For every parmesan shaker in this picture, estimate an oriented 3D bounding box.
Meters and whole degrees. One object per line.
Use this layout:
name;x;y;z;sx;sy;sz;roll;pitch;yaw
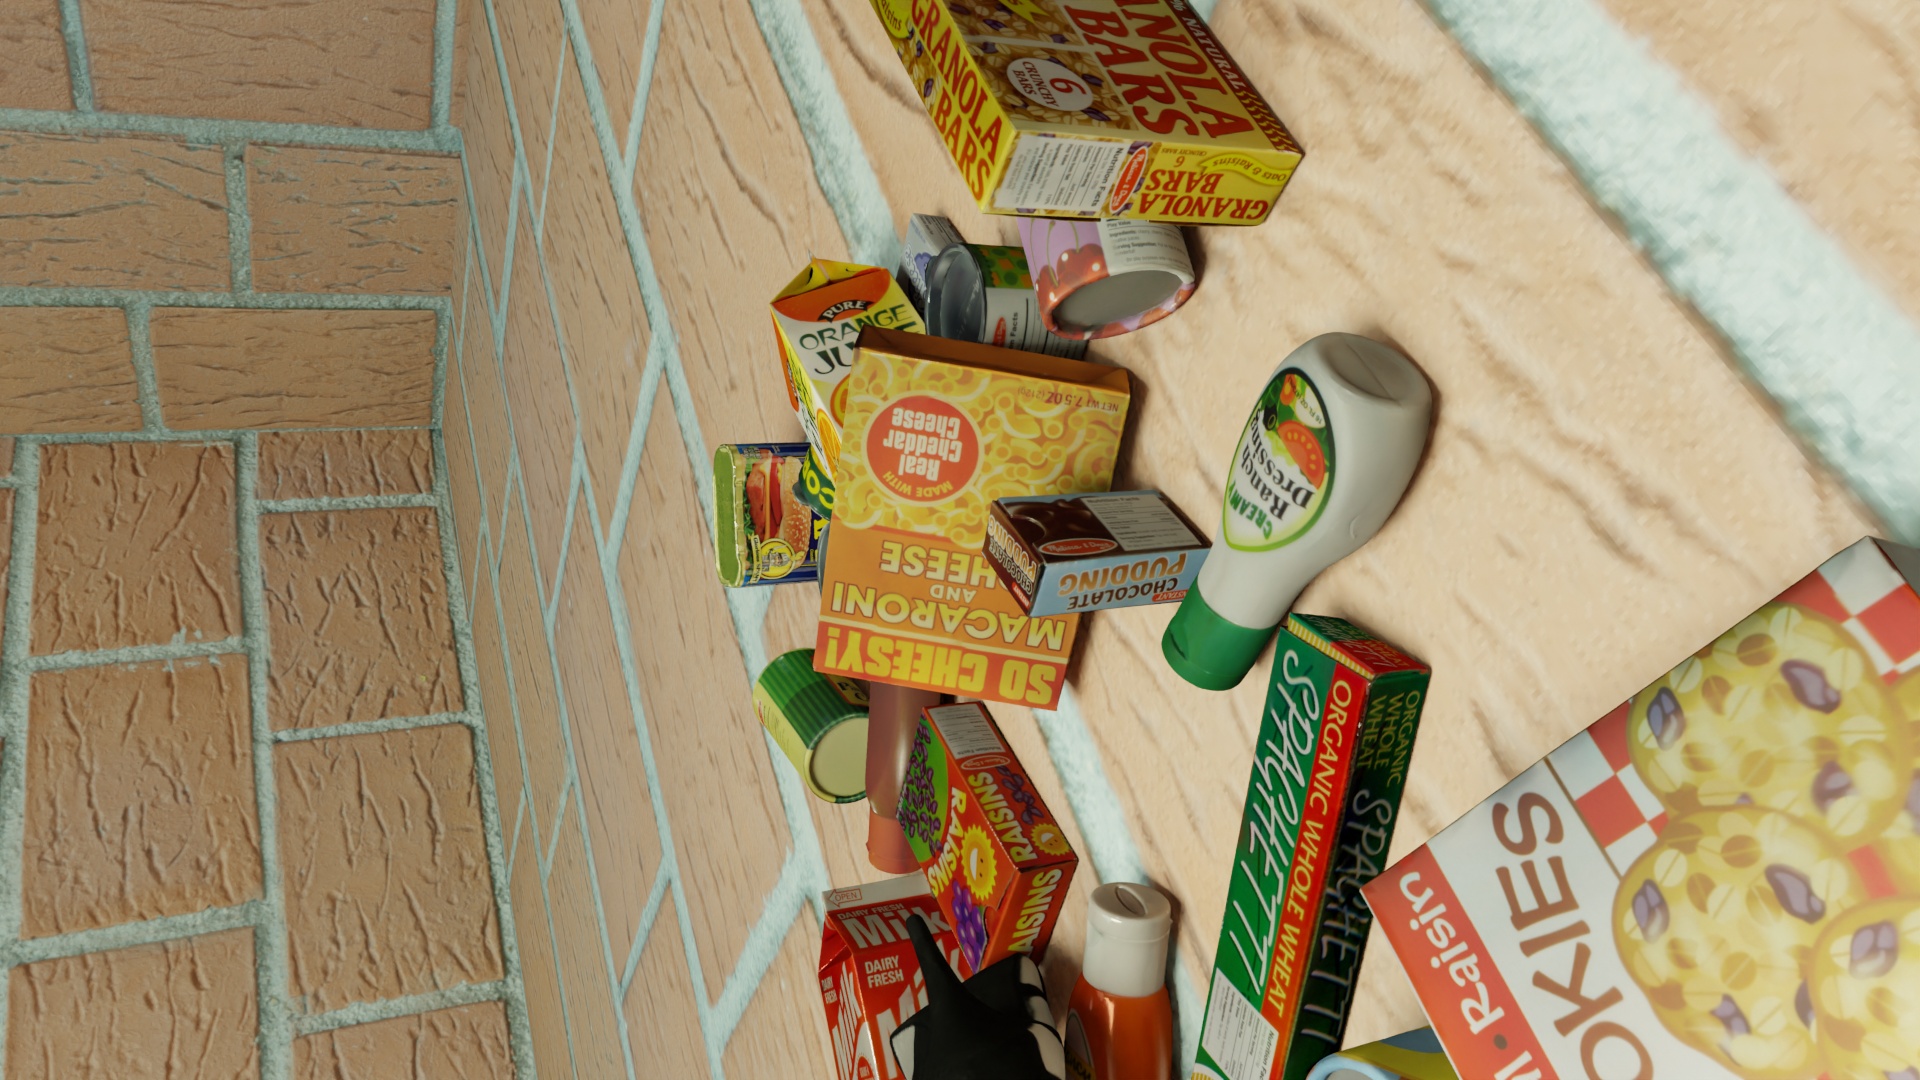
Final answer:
parmesan shaker;-0.089;0.123;0.920;0.103;0.071;0.071;37;125;57

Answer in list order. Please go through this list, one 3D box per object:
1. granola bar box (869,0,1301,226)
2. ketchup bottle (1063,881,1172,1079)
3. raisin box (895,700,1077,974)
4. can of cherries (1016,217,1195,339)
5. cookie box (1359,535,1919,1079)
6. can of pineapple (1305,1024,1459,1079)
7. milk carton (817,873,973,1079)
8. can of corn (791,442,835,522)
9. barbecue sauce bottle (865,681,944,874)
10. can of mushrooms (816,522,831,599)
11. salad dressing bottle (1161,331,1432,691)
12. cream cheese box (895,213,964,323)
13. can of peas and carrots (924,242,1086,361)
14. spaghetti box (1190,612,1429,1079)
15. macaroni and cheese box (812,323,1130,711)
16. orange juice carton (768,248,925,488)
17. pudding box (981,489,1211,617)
granola bar box;0.041;-0.190;0.548;0.166;0.124;0.038;67;148;34
ketchup bottle;0.071;0.230;0.629;0.065;0.043;0.148;-143;54;-68
raisin box;0.010;0.159;0.750;0.124;0.040;0.085;55;139;46
can of cherries;0.059;-0.123;0.586;0.071;0.071;0.058;-41;59;58
cookie box;0.192;0.099;0.334;0.166;0.040;0.123;-50;48;36
can of pineapple;0.150;0.192;0.446;0.071;0.058;0.071;15;107;63
milk carton;-0.031;0.294;0.810;0.073;0.072;0.191;-47;51;56
can of corn;-0.061;-0.049;0.833;0.071;0.071;0.058;67;147;34
barbecue sauce bottle;-0.034;0.125;0.831;0.065;0.044;0.148;-130;42;-67
can of mushrooms;-0.066;0.018;0.894;0.071;0.033;0.071;178;89;-65
salad dressing bottle;0.117;-0.005;0.507;0.146;0.044;0.064;110;146;-40
cream cheese box;-0.006;-0.132;0.764;0.104;0.024;0.053;-120;35;-43
can of peas and carrots;0.021;-0.111;0.673;0.071;0.059;0.071;12;103;63
spaghetti box;0.125;0.150;0.526;0.050;0.029;0.249;39;127;57
macaroni and cheese box;0.002;-0.008;0.652;0.040;0.124;0.165;-81;1;-64
orange juice carton;-0.050;-0.083;0.759;0.071;0.073;0.193;83;163;-45
pudding box;0.056;0.004;0.585;0.050;0.084;0.030;55;140;47
